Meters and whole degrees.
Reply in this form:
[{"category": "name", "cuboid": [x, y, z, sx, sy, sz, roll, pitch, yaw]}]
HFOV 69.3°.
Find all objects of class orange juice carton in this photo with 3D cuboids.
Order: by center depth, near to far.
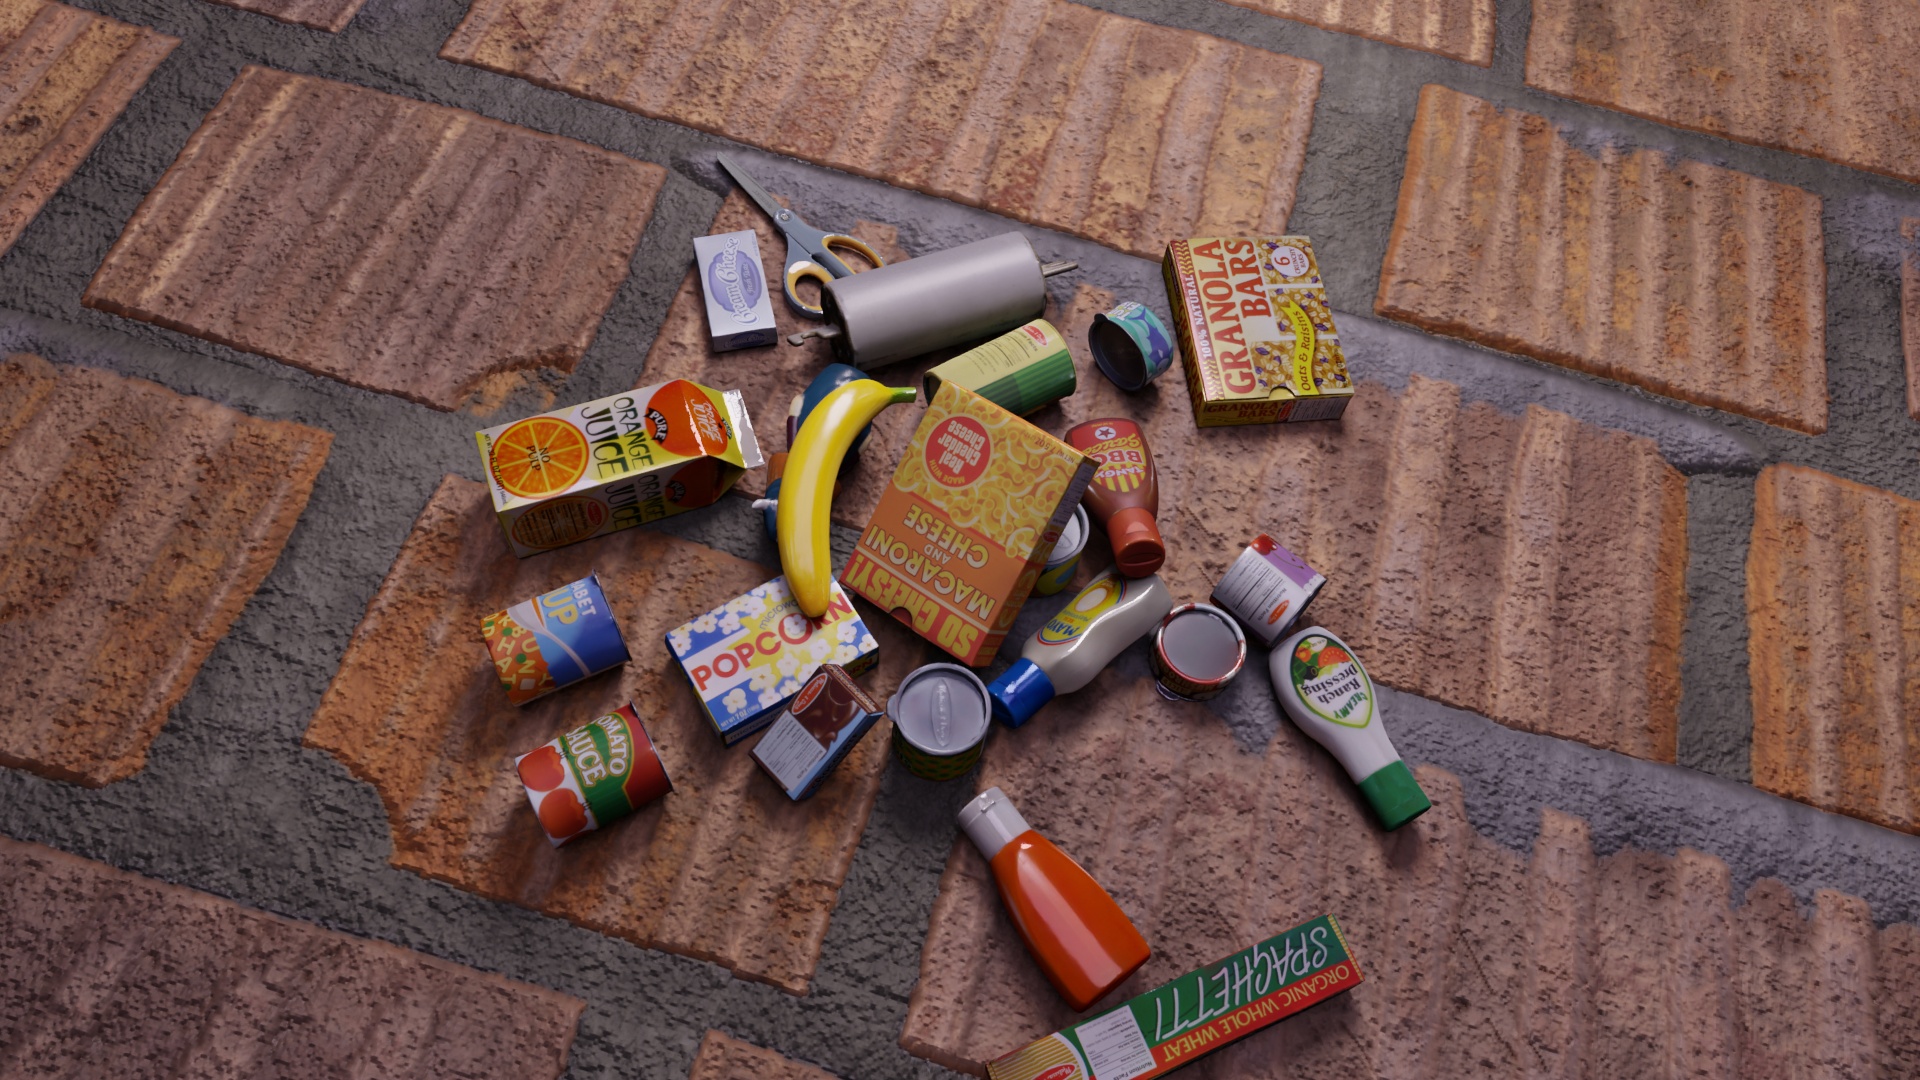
[{"category": "orange juice carton", "cuboid": [-0.246, -0.059, 1.022, 0.193, 0.072, 0.072, -17, 65, -14]}]

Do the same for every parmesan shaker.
[{"category": "parmesan shaker", "cuboid": [0.029, -0.124, 1.088, 0.103, 0.071, 0.071, -27, 68, -17]}]

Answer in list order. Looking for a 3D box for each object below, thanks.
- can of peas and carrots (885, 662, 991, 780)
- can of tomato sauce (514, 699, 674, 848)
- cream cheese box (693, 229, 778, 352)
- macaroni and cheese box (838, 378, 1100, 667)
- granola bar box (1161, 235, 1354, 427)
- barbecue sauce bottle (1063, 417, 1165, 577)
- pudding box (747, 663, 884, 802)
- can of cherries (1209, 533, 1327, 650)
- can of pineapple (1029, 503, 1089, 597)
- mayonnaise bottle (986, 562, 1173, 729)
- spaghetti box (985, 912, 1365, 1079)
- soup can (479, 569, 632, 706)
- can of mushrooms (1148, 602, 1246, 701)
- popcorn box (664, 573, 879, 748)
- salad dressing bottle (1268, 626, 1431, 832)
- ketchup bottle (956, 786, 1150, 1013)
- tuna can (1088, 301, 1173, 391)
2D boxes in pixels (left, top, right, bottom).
[{"category": "can of peas and carrots", "cuboid": [-0.016, 0.125, 0.952, 0.071, 0.058, 0.071, 2, 62, -3]}, {"category": "can of tomato sauce", "cuboid": [-0.240, 0.153, 0.911, 0.083, 0.071, 0.071, -26, 67, -17]}, {"category": "cream cheese box", "cuboid": [-0.184, -0.204, 1.133, 0.053, 0.024, 0.104, -11, 63, -9]}, {"category": "macaroni and cheese box", "cuboid": [0.003, -0.012, 0.979, 0.124, 0.040, 0.166, 31, 97, 24]}, {"category": "granola bar box", "cuboid": [0.243, -0.176, 1.149, 0.124, 0.039, 0.166, -4, 62, -7]}, {"category": "barbecue sauce bottle", "cuboid": [0.118, -0.033, 1.028, 0.065, 0.043, 0.149, -8, 40, -2]}, {"category": "pudding box", "cuboid": [-0.097, 0.129, 0.937, 0.050, 0.030, 0.083, 43, 100, 17]}, {"category": "can of cherries", "cuboid": [0.226, 0.037, 1.021, 0.058, 0.071, 0.072, 39, 66, 16]}, {"category": "can of pineapple", "cuboid": [0.056, 0.002, 1.025, 0.071, 0.057, 0.071, 2, 62, -4]}, {"category": "mayonnaise bottle", "cuboid": [0.081, 0.074, 0.989, 0.148, 0.041, 0.065, -39, 27, -21]}, {"category": "spaghetti box", "cuboid": [0.139, 0.308, 0.885, 0.251, 0.028, 0.050, -19, 65, -14]}, {"category": "soup can", "cuboid": [-0.278, 0.066, 0.953, 0.084, 0.071, 0.071, -22, 66, -16]}, {"category": "can of mushrooms", "cuboid": [0.170, 0.082, 1.007, 0.071, 0.033, 0.071, 3, 62, -5]}, {"category": "popcorn box", "cuboid": [-0.132, 0.077, 0.979, 0.127, 0.038, 0.085, -28, 67, -18]}, {"category": "salad dressing bottle", "cuboid": [0.276, 0.133, 0.983, 0.064, 0.043, 0.148, -23, 67, -15]}, {"category": "ketchup bottle", "cuboid": [0.056, 0.230, 0.911, 0.065, 0.043, 0.149, -32, 69, -21]}, {"category": "tuna can", "cuboid": [0.135, -0.158, 1.112, 0.033, 0.070, 0.071, -35, 70, -23]}]
